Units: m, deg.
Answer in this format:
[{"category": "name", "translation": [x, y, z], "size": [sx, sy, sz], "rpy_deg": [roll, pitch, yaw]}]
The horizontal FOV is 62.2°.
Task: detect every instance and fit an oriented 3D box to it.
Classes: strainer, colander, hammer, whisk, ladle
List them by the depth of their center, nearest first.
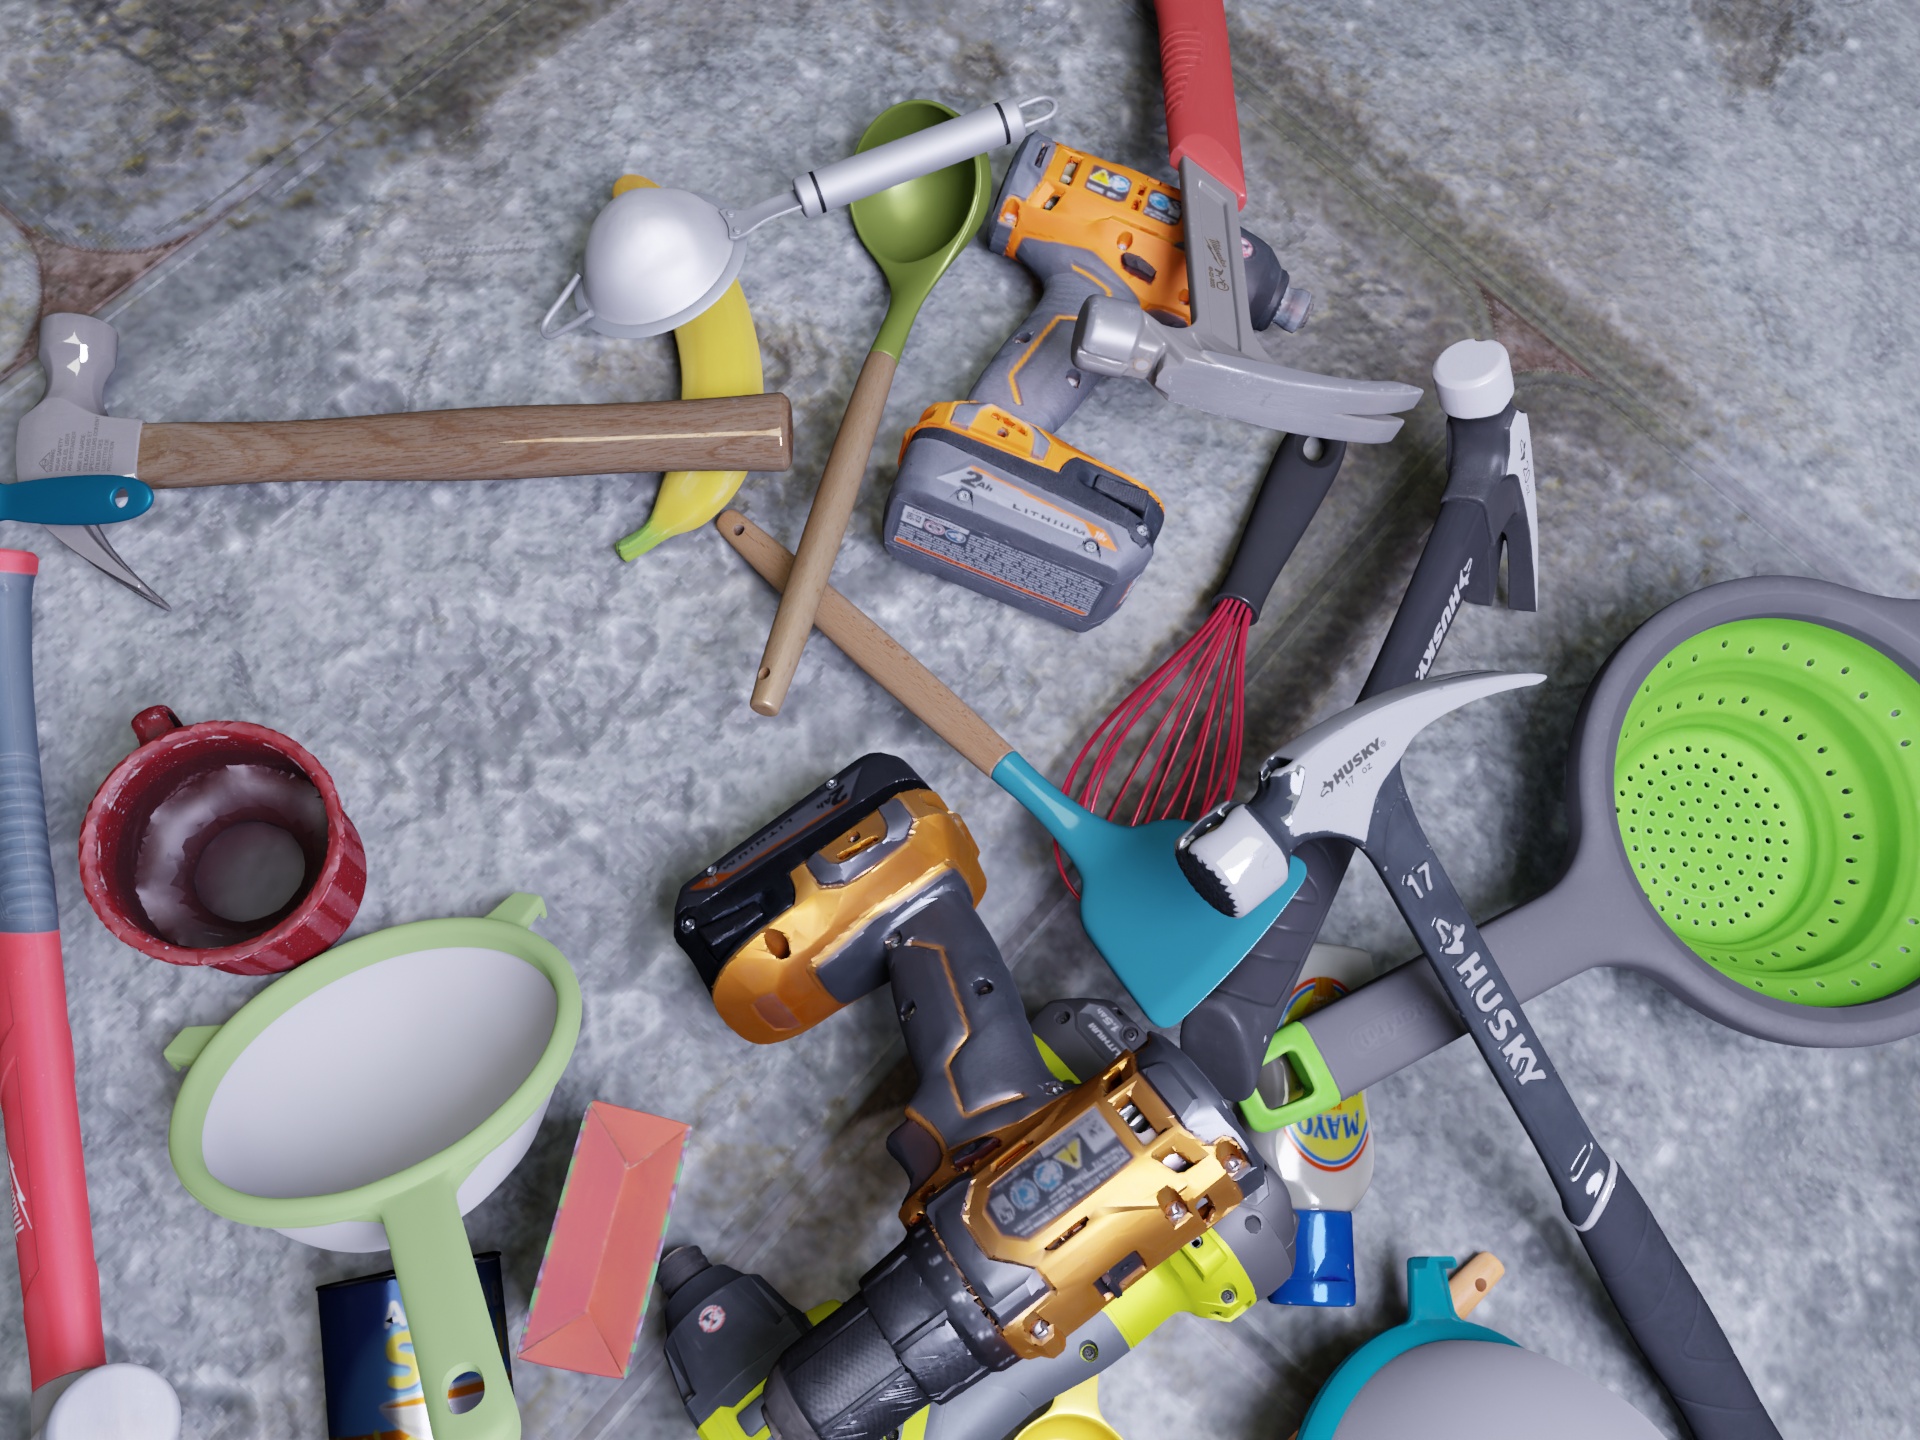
[{"category": "strainer", "translation": [-0.186, 0.170, 0.560], "size": [0.151, 0.069, 0.257], "rpy_deg": [-23, 36, -17]}, {"category": "strainer", "translation": [0.262, 0.372, 0.578], "size": [0.340, 0.095, 0.211], "rpy_deg": [48, 49, -4]}, {"category": "hammer", "translation": [-0.358, 0.103, 0.604], "size": [0.038, 0.143, 0.387], "rpy_deg": [2, 57, -42]}, {"category": "hammer", "translation": [0.238, 0.163, 0.615], "size": [0.149, 0.036, 0.408], "rpy_deg": [-37, 106, -14]}, {"category": "hammer", "translation": [0.175, 0.007, 0.670], "size": [0.035, 0.146, 0.335], "rpy_deg": [13, 60, 35]}, {"category": "hammer", "translation": [-0.239, -0.117, 0.693], "size": [0.331, 0.031, 0.130], "rpy_deg": [-2, 76, -1]}, {"category": "colander", "translation": [0.285, 0.078, 0.703], "size": [0.397, 0.094, 0.204], "rpy_deg": [-25, 80, -10]}, {"category": "strainer", "translation": [-0.077, -0.237, 0.718], "size": [0.258, 0.050, 0.087], "rpy_deg": [-21, 59, -3]}, {"category": "ladle", "translation": [-0.049, -0.149, 0.718], "size": [0.078, 0.062, 0.320], "rpy_deg": [-3, 59, 34]}, {"category": "whisk", "translation": [0.120, -0.036, 0.732], "size": [0.073, 0.073, 0.296], "rpy_deg": [29, 64, 1]}, {"category": "hammer", "translation": [0.125, -0.280, 0.762], "size": [0.149, 0.036, 0.359], "rpy_deg": [10, 54, -11]}]

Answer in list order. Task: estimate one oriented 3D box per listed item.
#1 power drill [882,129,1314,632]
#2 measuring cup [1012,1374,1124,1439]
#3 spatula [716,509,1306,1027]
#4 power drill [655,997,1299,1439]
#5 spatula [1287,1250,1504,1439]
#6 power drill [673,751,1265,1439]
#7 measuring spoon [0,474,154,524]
[{"category": "power drill", "translation": [0.069, -0.160, 0.750], "size": [0.164, 0.084, 0.227], "rpy_deg": [22, 67, -2]}, {"category": "measuring cup", "translation": [0.046, 0.260, 0.649], "size": [0.062, 0.029, 0.157], "rpy_deg": [7, 60, -2]}, {"category": "spatula", "translation": [-0.001, -0.002, 0.663], "size": [0.318, 0.044, 0.082], "rpy_deg": [41, 84, 24]}, {"category": "power drill", "translation": [0.003, 0.219, 0.614], "size": [0.223, 0.080, 0.171], "rpy_deg": [-37, 62, -15]}, {"category": "spatula", "translation": [0.109, 0.323, 0.626], "size": [0.322, 0.041, 0.081], "rpy_deg": [-37, 86, -18]}, {"category": "power drill", "translation": [-0.026, 0.137, 0.588], "size": [0.185, 0.084, 0.226], "rpy_deg": [-36, 50, -7]}, {"category": "measuring spoon", "translation": [-0.391, -0.092, 0.657], "size": [0.128, 0.021, 0.042], "rpy_deg": [1, 88, 18]}]
